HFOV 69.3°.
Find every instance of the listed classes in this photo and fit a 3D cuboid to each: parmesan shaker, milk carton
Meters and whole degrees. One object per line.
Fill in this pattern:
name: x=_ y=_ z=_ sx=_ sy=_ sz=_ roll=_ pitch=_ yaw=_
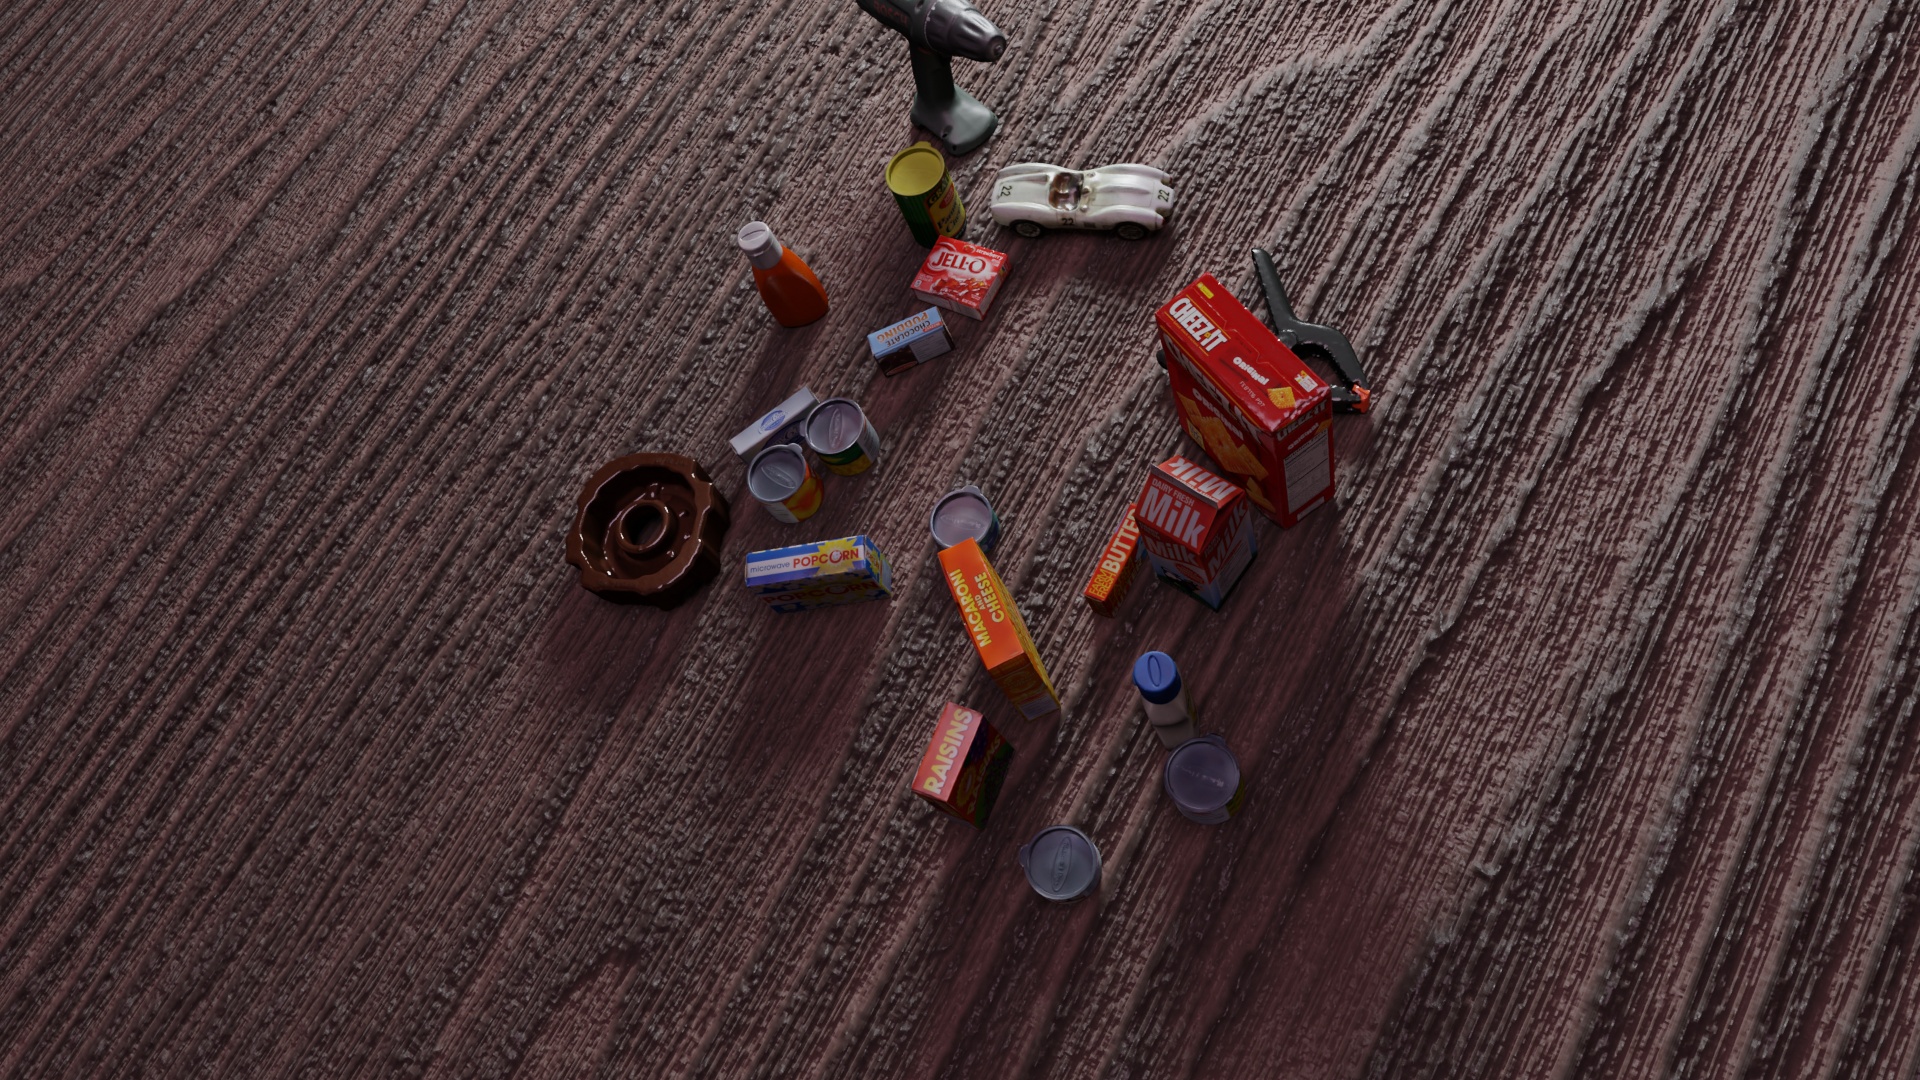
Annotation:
parmesan shaker: x=-0.035 y=-0.379 z=1.532 sx=0.071 sy=0.102 sz=0.071 roll=-6 pitch=66 yaw=14
milk carton: x=0.212 y=-0.012 z=1.249 sx=0.072 sy=0.190 sz=0.073 roll=32 pitch=79 yaw=26

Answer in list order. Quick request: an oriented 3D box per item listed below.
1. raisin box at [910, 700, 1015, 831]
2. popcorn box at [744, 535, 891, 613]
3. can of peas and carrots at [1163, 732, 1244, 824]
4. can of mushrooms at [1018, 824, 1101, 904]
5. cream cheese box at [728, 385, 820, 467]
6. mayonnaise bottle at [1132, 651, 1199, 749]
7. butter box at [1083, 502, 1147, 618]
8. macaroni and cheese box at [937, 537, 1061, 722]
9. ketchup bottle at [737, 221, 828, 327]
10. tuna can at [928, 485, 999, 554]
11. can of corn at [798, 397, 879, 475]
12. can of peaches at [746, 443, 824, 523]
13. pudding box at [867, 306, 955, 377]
raisin box: x=0.004 y=0.205 z=1.251 sx=0.040 sy=0.123 sz=0.086 roll=17 pitch=73 yaw=22
popcorn box: x=-0.141 y=0.035 z=1.389 sx=0.126 sy=0.085 sz=0.038 roll=-9 pitch=65 yaw=12
can of peas and carrots: x=0.216 y=0.210 z=1.223 sx=0.071 sy=0.058 sz=0.071 roll=-6 pitch=66 yaw=14
can of mushrooms: x=0.090 y=0.289 z=1.239 sx=0.071 sy=0.033 sz=0.071 roll=-6 pitch=66 yaw=14
cream cheese box: x=-0.192 y=-0.117 z=1.489 sx=0.104 sy=0.053 sz=0.024 roll=-36 pitch=62 yaw=-1
mayonnaise bottle: x=0.180 y=0.137 z=1.216 sx=0.041 sy=0.147 sz=0.065 roll=-12 pitch=65 yaw=11
butter box: x=0.154 y=0.020 z=1.328 sx=0.024 sy=0.053 sz=0.104 roll=23 pitch=75 yaw=24
macaroni and cheese box: x=0.037 y=0.085 z=1.270 sx=0.040 sy=0.166 sz=0.124 roll=-26 pitch=63 yaw=4
ketchup bottle: x=-0.197 y=-0.289 z=1.513 sx=0.065 sy=0.148 sz=0.044 roll=-17 pitch=64 yaw=9
tuna can: x=0.005 y=-0.018 z=1.400 sx=0.071 sy=0.032 sz=0.071 roll=-6 pitch=66 yaw=14
can of corn: x=-0.127 y=-0.109 z=1.464 sx=0.071 sy=0.058 sz=0.071 roll=-6 pitch=66 yaw=14
can of peaches: x=-0.182 y=-0.060 z=1.458 sx=0.071 sy=0.058 sz=0.071 roll=-6 pitch=66 yaw=14
pudding box: x=-0.053 y=-0.213 z=1.494 sx=0.084 sy=0.049 sz=0.030 roll=-23 pitch=63 yaw=5
